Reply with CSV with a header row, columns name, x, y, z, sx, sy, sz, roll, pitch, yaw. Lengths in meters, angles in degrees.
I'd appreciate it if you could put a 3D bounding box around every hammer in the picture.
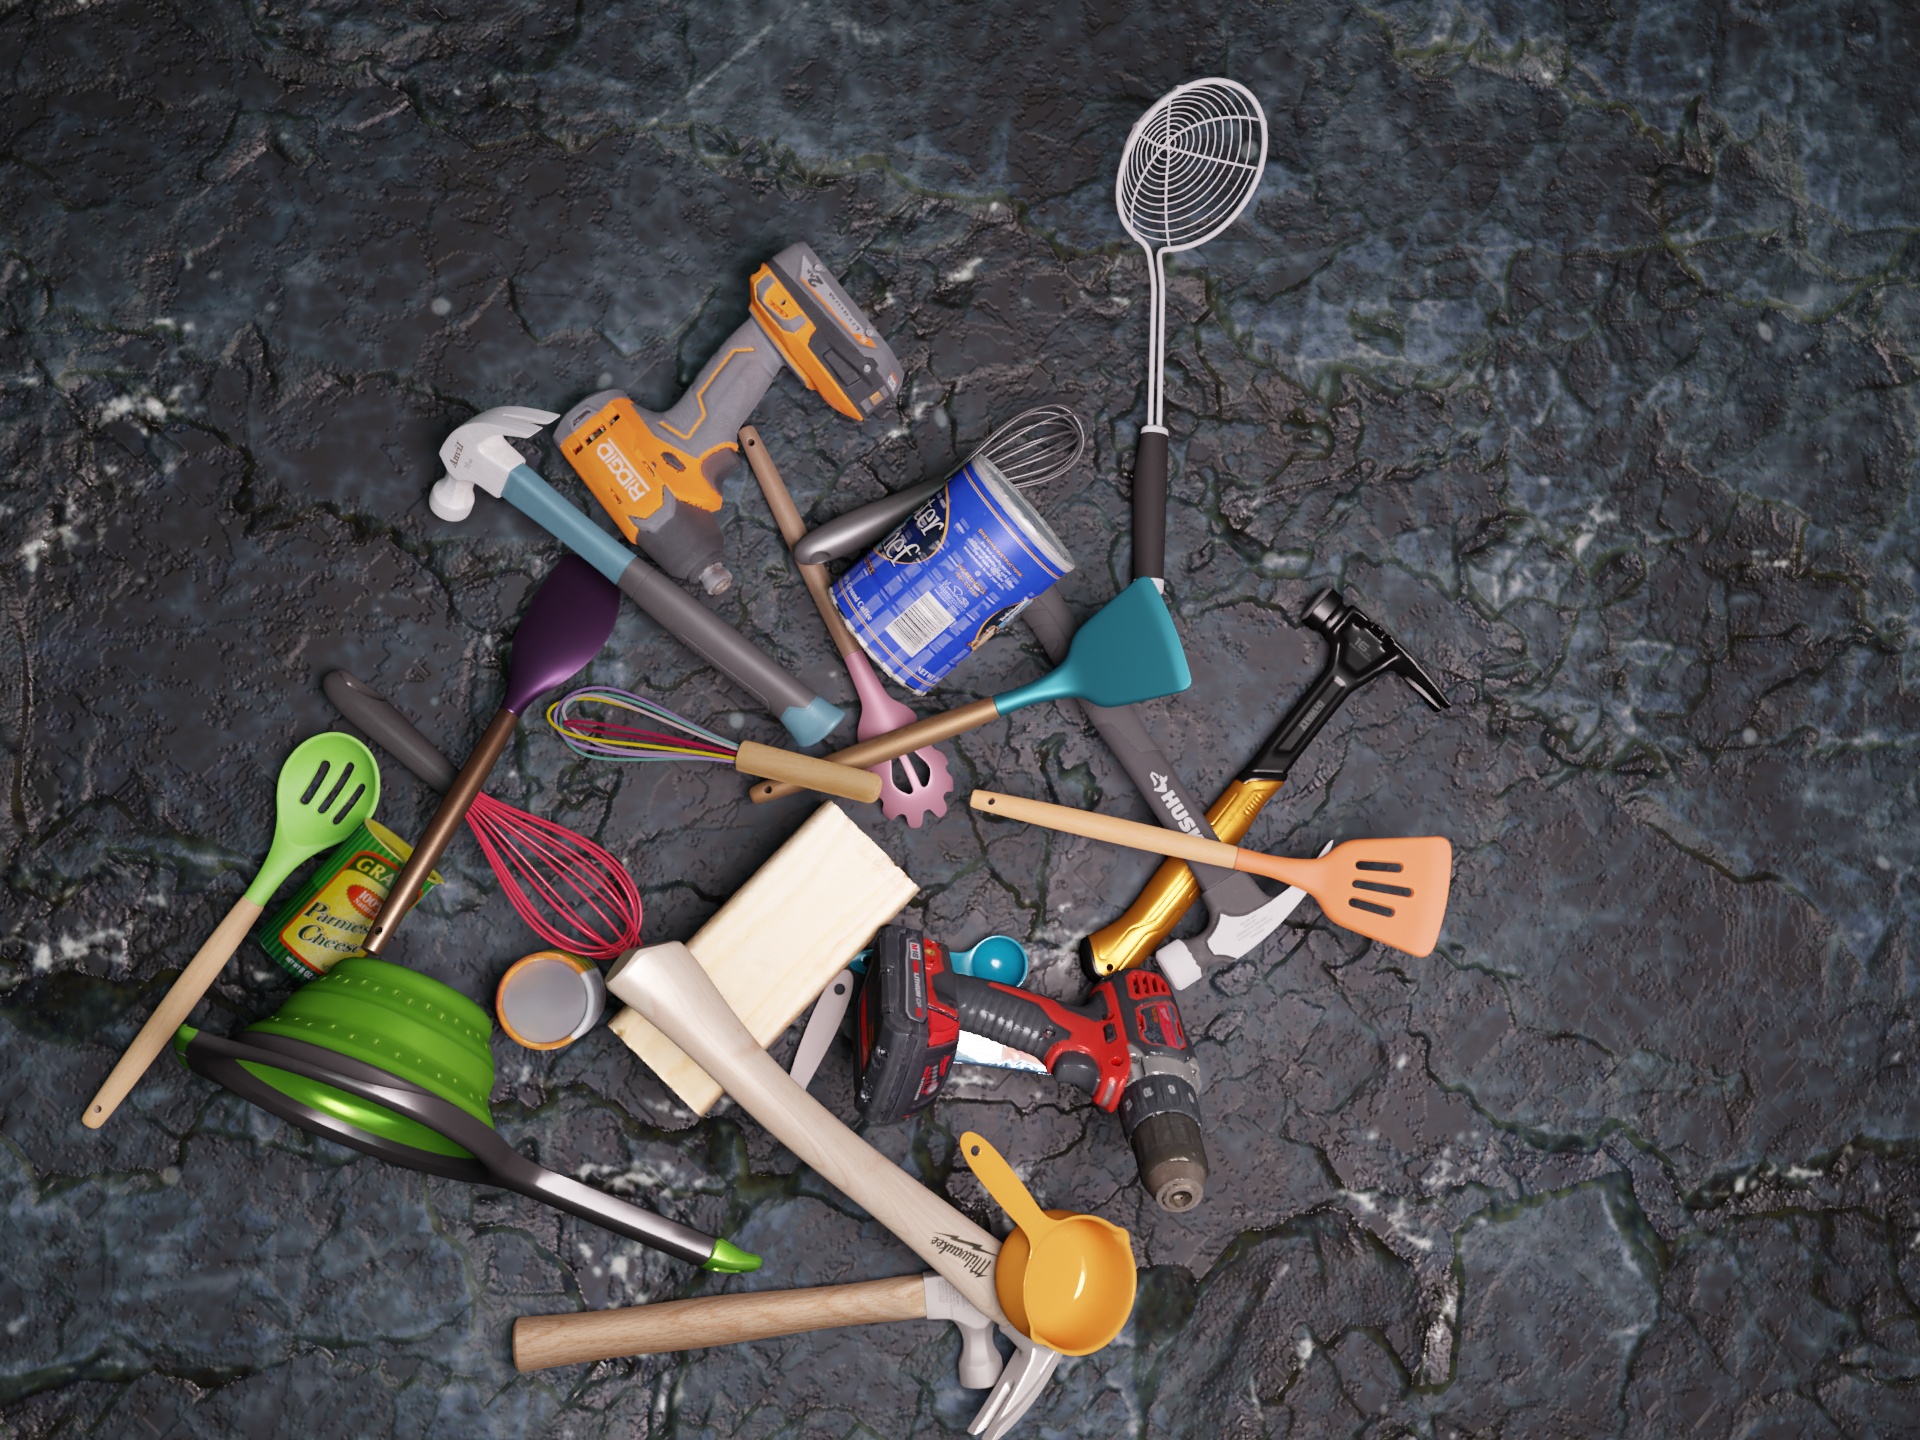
name,x,y,z,sx,sy,sz,roll,pitch,yaw
hammer,-0.139,0.407,1.095,0.331,0.031,0.130,-5,85,-5
hammer,-0.076,0.296,1.033,0.410,0.038,0.146,45,63,-16
hammer,-0.219,-0.093,1.094,0.331,0.128,0.033,39,45,-1
hammer,0.210,0.066,1.158,0.127,0.034,0.337,41,83,1
hammer,0.126,0.012,1.133,0.146,0.035,0.335,-32,80,-3

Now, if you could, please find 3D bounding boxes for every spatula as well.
name,x,y,z,sx,sy,sz,roll,pitch,yaw
spatula,-0.002,-0.003,1.091,0.317,0.044,0.082,-21,82,7
spatula,0.164,0.086,1.079,0.322,0.041,0.081,12,82,7
spatula,-0.317,0.018,1.081,0.060,0.018,0.316,25,65,-1

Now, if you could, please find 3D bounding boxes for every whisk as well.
name,x,y,z,sx,sy,sz,roll,pitch,yaw
whisk,-0.012,-0.167,1.146,0.239,0.055,0.055,-26,87,-11
whisk,-0.330,0.063,1.099,0.296,0.073,0.073,40,82,5
whisk,-0.173,0.022,1.100,0.245,0.047,0.051,14,92,11

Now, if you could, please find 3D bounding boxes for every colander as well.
name,x,y,z,sx,sy,sz,roll,pitch,yaw
colander,-0.300,0.252,1.043,0.397,0.204,0.095,27,60,-12

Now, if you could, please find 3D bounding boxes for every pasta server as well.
name,x,y,z,sx,sy,sz,roll,pitch,yaw
pasta server,-0.089,-0.070,1.150,0.060,0.040,0.316,-25,83,-7

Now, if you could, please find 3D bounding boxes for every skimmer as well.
name,x,y,z,sx,sy,sz,roll,pitch,yaw
skimmer,0.163,-0.275,1.159,0.127,0.090,0.363,5,86,-36

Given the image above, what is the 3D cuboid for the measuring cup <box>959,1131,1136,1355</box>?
name,x,y,z,sx,sy,sz,roll,pitch,yaw
measuring cup,0.042,0.335,1.043,0.095,0.052,0.173,-41,101,-27

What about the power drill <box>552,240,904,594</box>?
name,x,y,z,sx,sy,sz,roll,pitch,yaw
power drill,-0.152,-0.205,1.114,0.226,0.084,0.164,-38,83,3

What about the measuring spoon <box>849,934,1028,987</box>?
name,x,y,z,sx,sy,sz,roll,pitch,yaw
measuring spoon,-0.016,0.175,1.139,0.128,0.021,0.042,1,74,4

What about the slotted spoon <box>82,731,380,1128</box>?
name,x,y,z,sx,sy,sz,roll,pitch,yaw
slotted spoon,-0.502,0.144,1.091,0.070,0.031,0.314,34,84,-1

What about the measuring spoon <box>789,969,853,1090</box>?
name,x,y,z,sx,sy,sz,roll,pitch,yaw
measuring spoon,-0.106,0.234,1.126,0.034,0.018,0.124,25,76,-2

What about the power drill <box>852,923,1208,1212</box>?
name,x,y,z,sx,sy,sz,roll,pitch,yaw
power drill,0.050,0.224,1.023,0.226,0.188,0.080,12,120,-12
